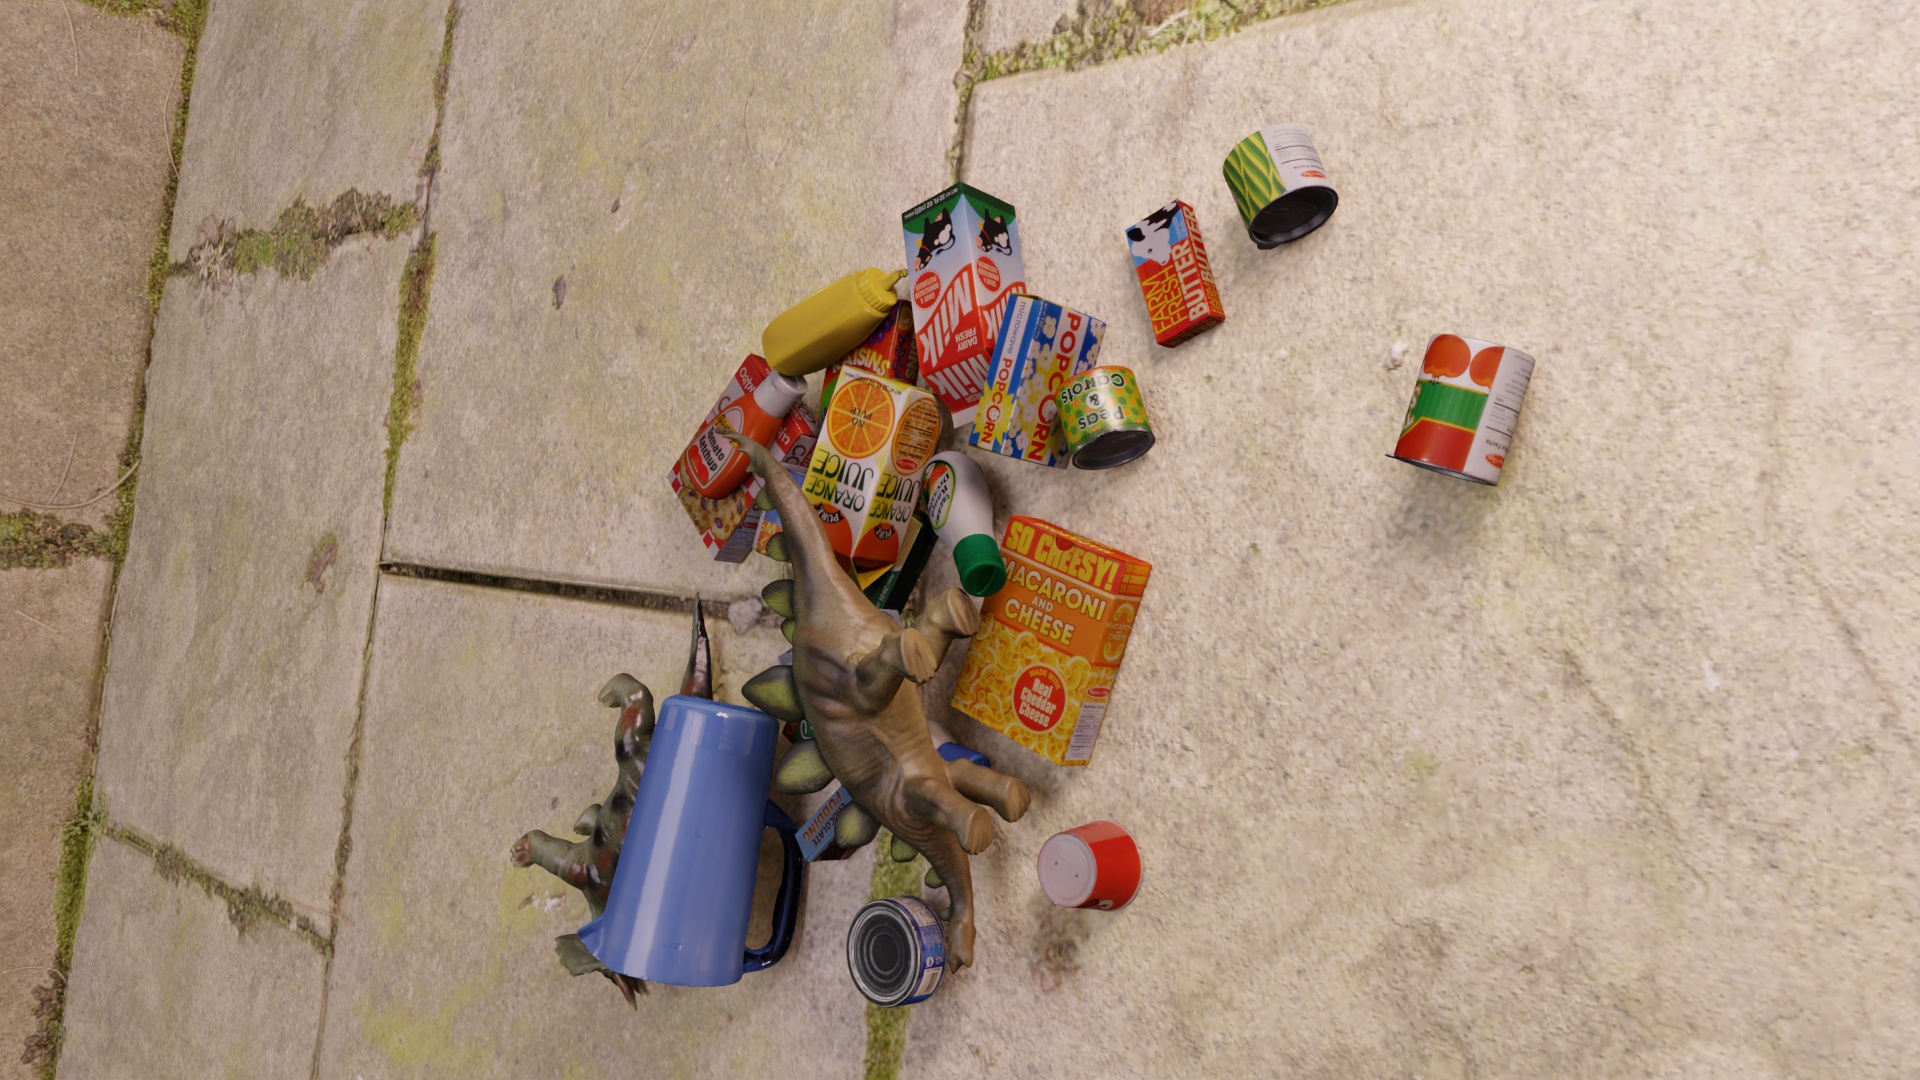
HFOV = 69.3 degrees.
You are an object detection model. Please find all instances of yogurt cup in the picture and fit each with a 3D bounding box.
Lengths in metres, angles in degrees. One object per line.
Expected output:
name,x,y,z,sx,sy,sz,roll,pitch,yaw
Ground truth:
yogurt cup,0.094,0.244,1.038,0.072,0.054,0.072,-8,78,40

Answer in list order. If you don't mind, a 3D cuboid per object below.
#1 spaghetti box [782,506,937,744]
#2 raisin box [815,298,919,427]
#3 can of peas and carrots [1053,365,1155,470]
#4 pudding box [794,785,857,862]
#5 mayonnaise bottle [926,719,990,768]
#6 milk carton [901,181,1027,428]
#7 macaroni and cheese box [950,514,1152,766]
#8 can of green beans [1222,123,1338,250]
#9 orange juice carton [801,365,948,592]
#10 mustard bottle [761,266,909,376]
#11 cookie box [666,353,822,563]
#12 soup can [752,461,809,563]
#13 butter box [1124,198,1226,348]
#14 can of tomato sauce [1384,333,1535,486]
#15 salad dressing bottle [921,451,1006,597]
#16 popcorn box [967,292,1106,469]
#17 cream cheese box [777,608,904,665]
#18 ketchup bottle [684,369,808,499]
spaghetti box,-0.091,0.084,1.242,0.050,0.029,0.249,36,107,38
raisin box,-0.082,-0.158,1.265,0.086,0.040,0.123,11,90,43
can of peas and carrots,0.109,-0.095,1.066,0.070,0.071,0.059,-30,64,35
pudding box,-0.100,0.245,1.212,0.083,0.050,0.030,-49,54,25
mayonnaise bottle,-0.040,0.177,1.175,0.148,0.041,0.064,15,94,41
milk carton,0.009,-0.193,1.167,0.072,0.073,0.191,-18,72,38
macaroni and cheese box,0.069,0.077,1.095,0.124,0.040,0.166,23,99,41
can of green beans,0.227,-0.253,0.989,0.071,0.071,0.058,-33,63,34
orange juice carton,-0.083,-0.044,1.181,0.072,0.073,0.192,22,96,29
mustard bottle,-0.103,-0.200,1.223,0.160,0.065,0.049,-29,70,30
cookie box,-0.213,-0.080,1.368,0.166,0.040,0.123,-51,54,23
soup can,-0.148,-0.024,1.287,0.071,0.071,0.083,21,98,41
butter box,0.164,-0.204,1.065,0.053,0.024,0.104,-27,66,36
can of tomato sauce,0.318,-0.084,0.883,0.071,0.071,0.083,21,97,41
salad dressing bottle,0.004,-0.014,1.131,0.064,0.044,0.148,-62,28,30
popcorn box,0.062,-0.125,1.102,0.038,0.085,0.126,20,97,41
cream cheese box,-0.103,0.090,1.196,0.103,0.053,0.024,-32,66,30
ketchup bottle,-0.200,-0.105,1.303,0.148,0.043,0.065,-43,60,29
